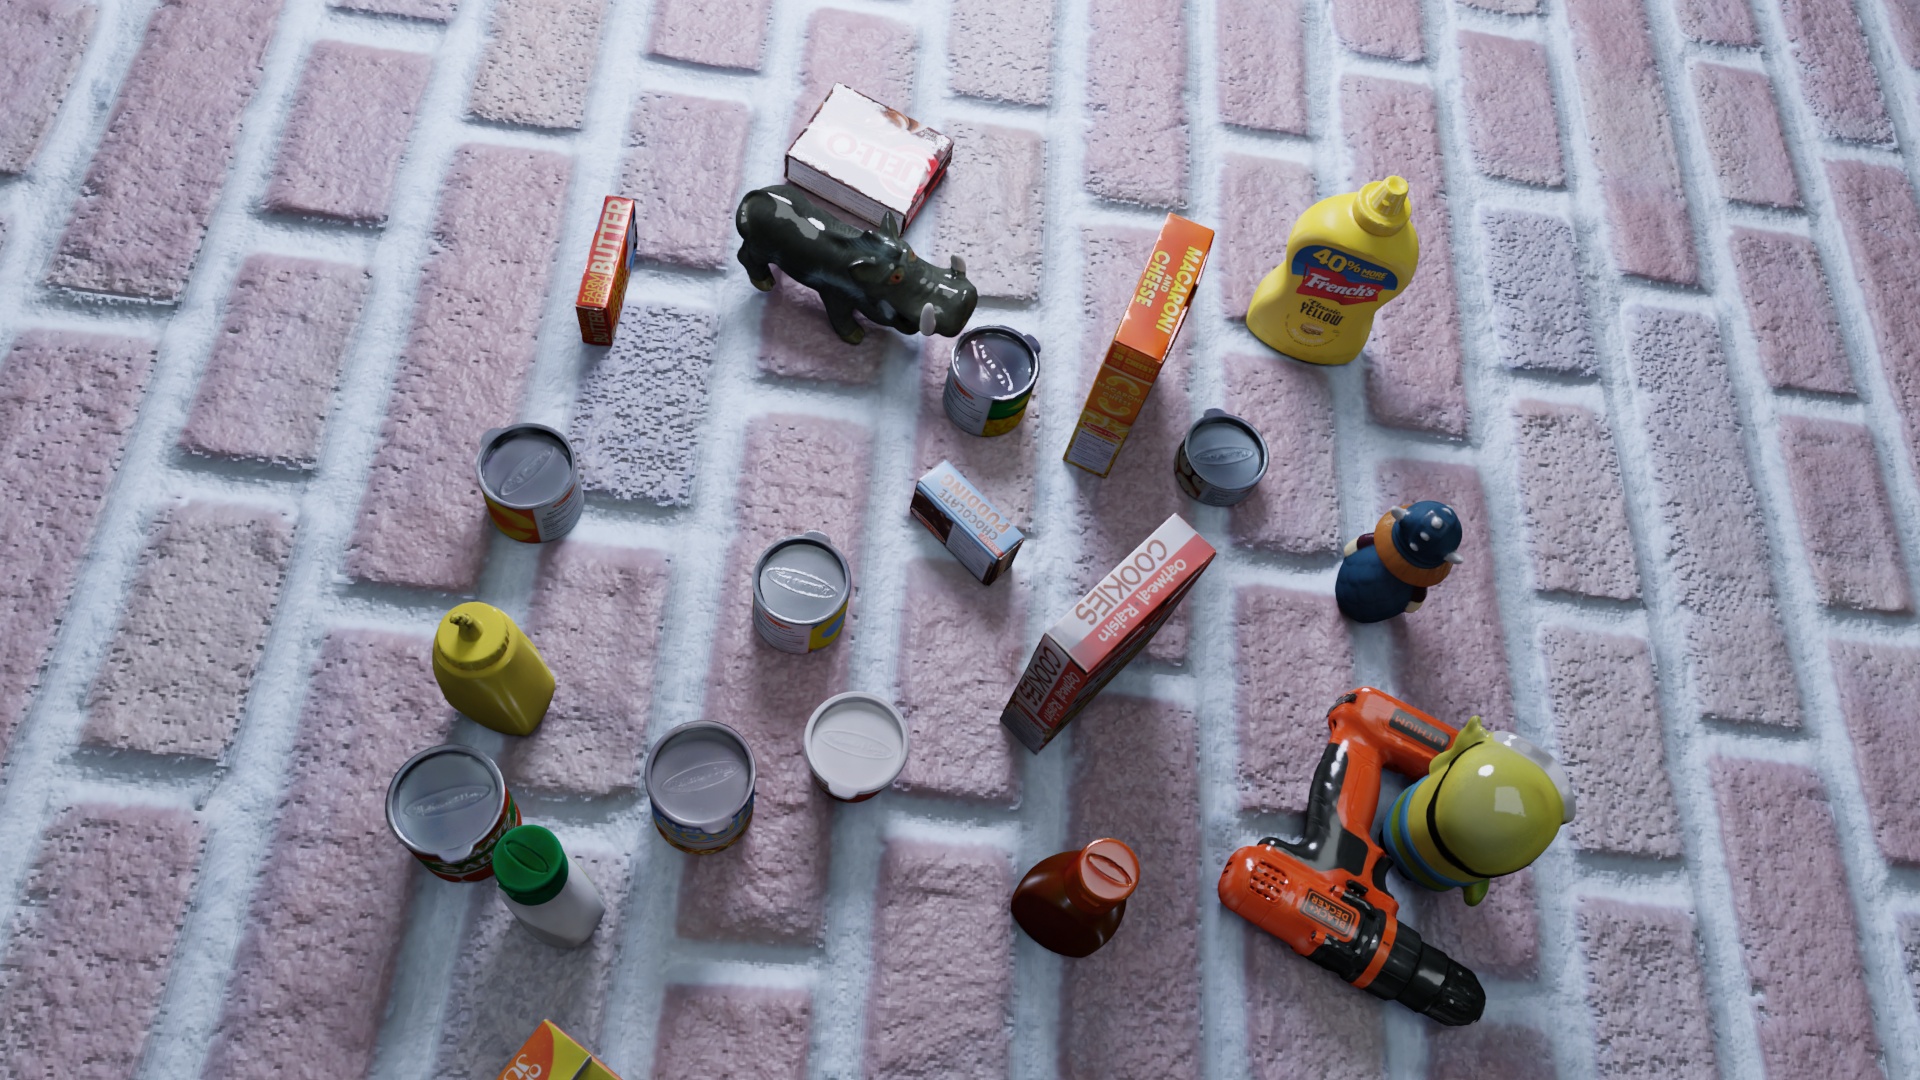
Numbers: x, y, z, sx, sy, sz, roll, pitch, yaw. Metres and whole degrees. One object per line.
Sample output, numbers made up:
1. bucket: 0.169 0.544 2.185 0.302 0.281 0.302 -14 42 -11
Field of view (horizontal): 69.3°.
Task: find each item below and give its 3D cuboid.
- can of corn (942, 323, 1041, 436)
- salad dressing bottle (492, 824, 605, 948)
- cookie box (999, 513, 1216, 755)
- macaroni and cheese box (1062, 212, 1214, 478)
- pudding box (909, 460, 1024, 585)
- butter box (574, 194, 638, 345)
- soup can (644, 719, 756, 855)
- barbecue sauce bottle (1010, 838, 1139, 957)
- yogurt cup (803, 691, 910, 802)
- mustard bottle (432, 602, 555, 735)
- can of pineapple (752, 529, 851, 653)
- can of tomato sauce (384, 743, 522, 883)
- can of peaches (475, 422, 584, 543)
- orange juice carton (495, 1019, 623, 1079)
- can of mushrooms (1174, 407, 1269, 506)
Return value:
1. can of corn: 0.024 -0.121 1.048 0.071 0.058 0.071 4 64 -7
2. salad dressing bottle: -0.240 0.199 0.802 0.064 0.147 0.044 32 64 7
3. cookie box: 0.093 0.065 0.909 0.040 0.166 0.123 44 66 12
4. macaroni and cheese box: 0.129 -0.138 1.013 0.040 0.165 0.124 23 64 2
5. pudding box: 0.004 -0.013 0.997 0.030 0.049 0.084 -40 77 -23
6. butter box: -0.264 -0.202 1.043 0.024 0.053 0.104 9 64 -5
7. soup can: -0.161 0.159 0.869 0.071 0.083 0.071 4 64 -7
8. barbecue sauce bottle: 0.073 0.216 0.844 0.065 0.148 0.044 33 64 7
9. yogurt cup: -0.070 0.139 0.910 0.072 0.053 0.072 4 64 -7
10. mustard bottle: -0.288 0.074 0.847 0.065 0.159 0.049 21 64 1
11. can of pineapple: -0.108 0.036 0.951 0.071 0.057 0.071 4 64 -7
12. can of tomato sauce: -0.304 0.169 0.842 0.071 0.082 0.071 4 64 -7
13. can of peaches: -0.297 -0.040 0.957 0.071 0.057 0.071 4 64 -7
14. orange juice carton: -0.208 0.309 0.729 0.073 0.191 0.072 35 65 8
15. can of mushrooms: 0.198 -0.063 1.062 0.071 0.033 0.071 4 64 -7
